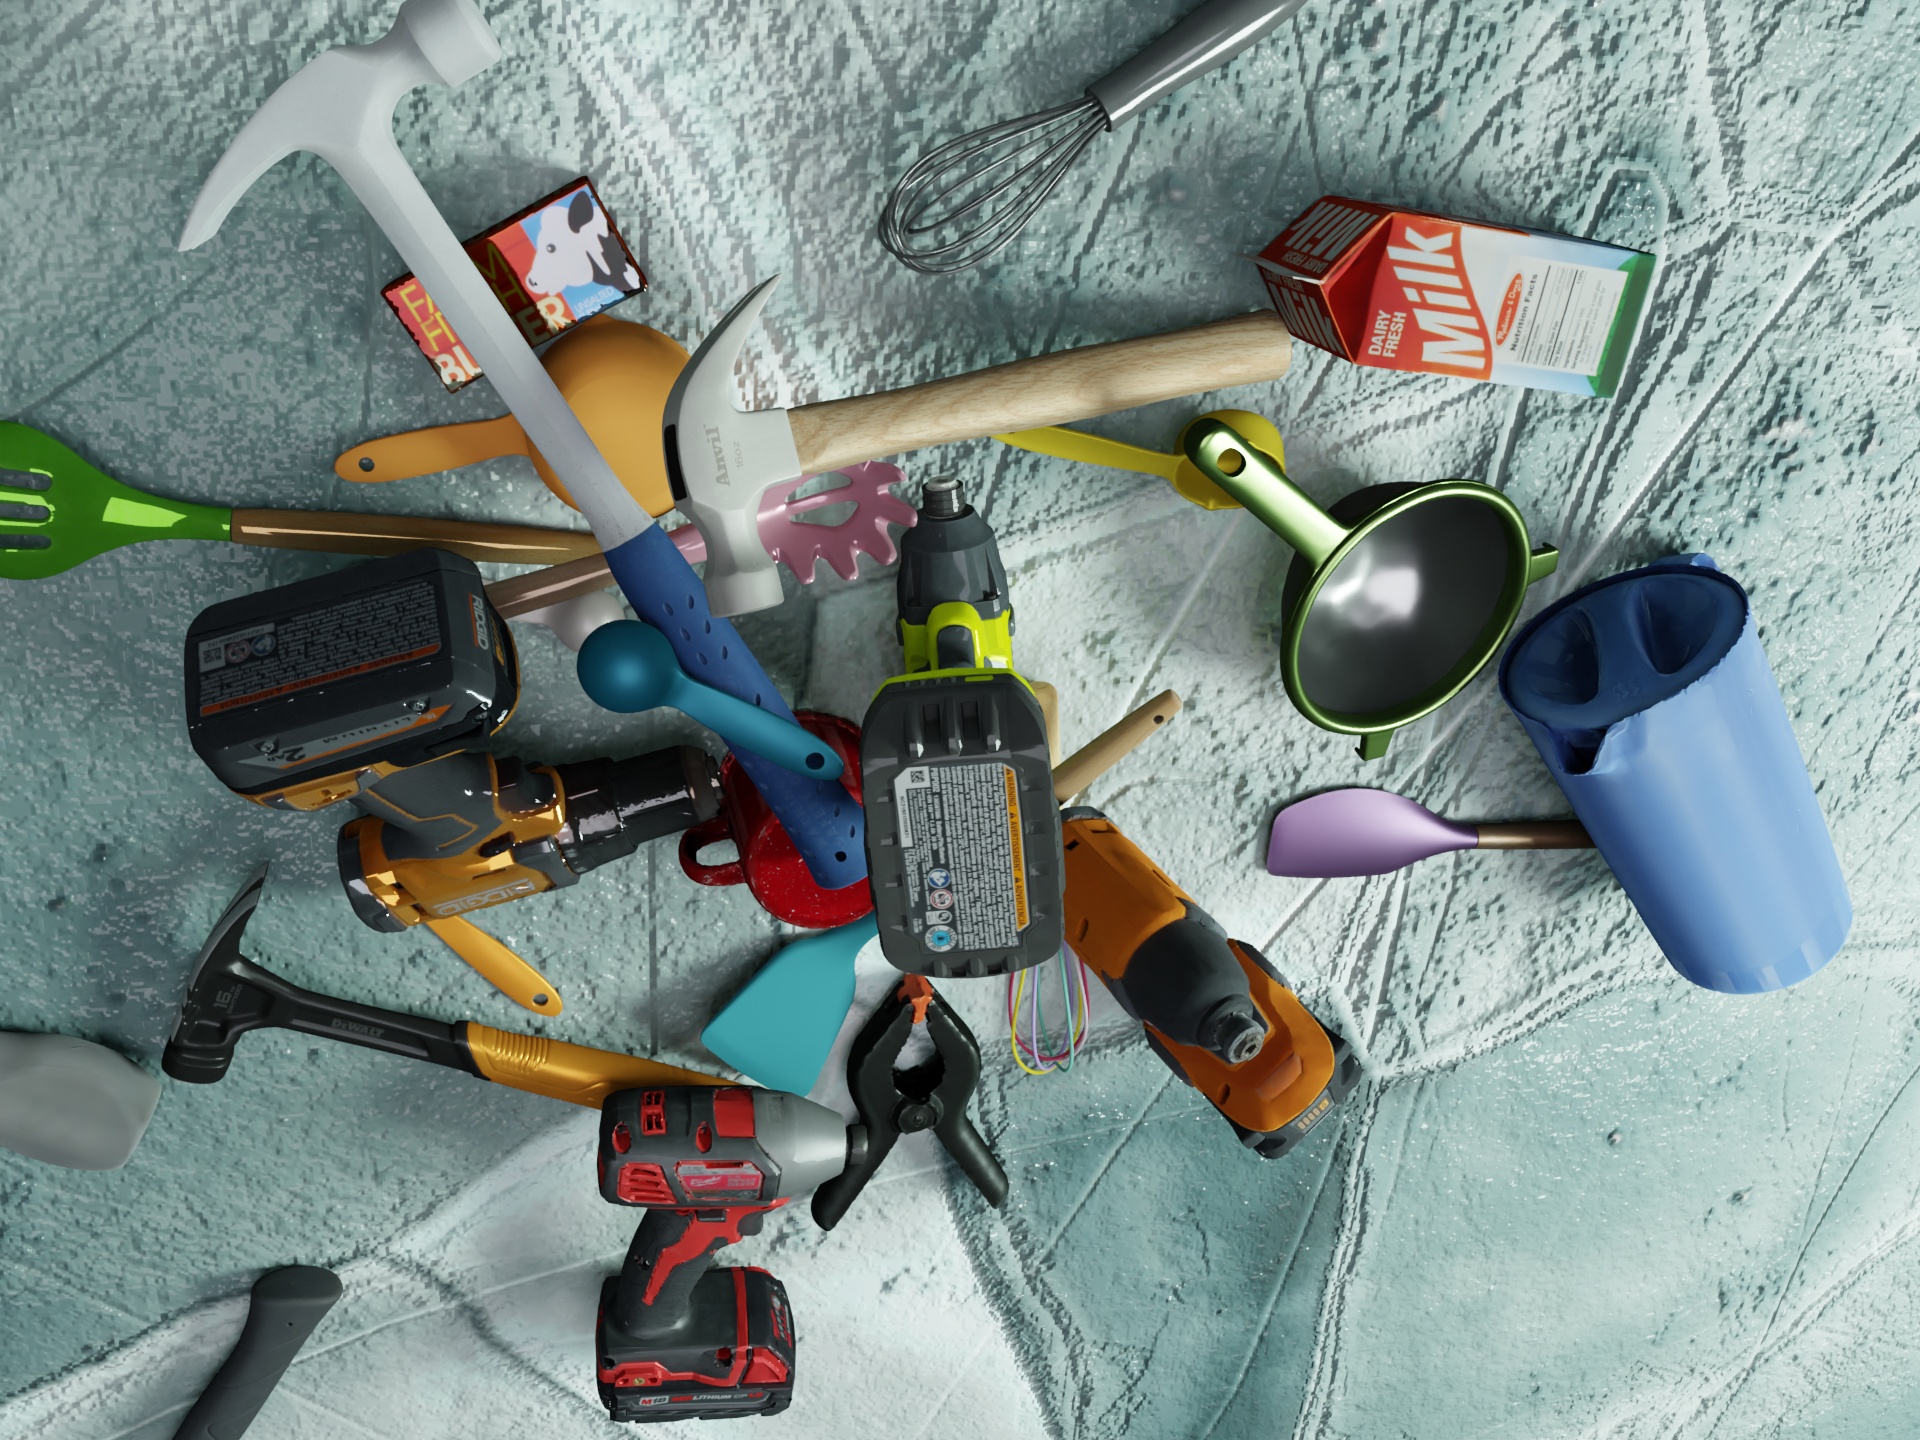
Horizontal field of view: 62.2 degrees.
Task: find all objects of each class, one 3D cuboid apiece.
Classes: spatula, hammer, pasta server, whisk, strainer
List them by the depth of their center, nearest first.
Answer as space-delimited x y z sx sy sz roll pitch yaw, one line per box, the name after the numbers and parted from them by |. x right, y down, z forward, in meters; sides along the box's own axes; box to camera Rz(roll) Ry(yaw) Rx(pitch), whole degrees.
-0.153 -0.085 0.677 0.144 0.035 0.405 -30 114 4 | hammer
-0.176 -0.061 0.715 0.316 0.040 0.060 -17 115 -6 | pasta server
0.021 -0.148 0.717 0.331 0.031 0.130 -18 100 -30 | hammer
0.066 -0.278 0.725 0.239 0.055 0.055 -34 118 -2 | whisk
0.184 -0.091 0.810 0.256 0.069 0.151 30 106 -38 | strainer
-0.234 0.176 0.852 0.336 0.034 0.127 21 115 -24 | hammer
-0.004 0.089 0.857 0.317 0.044 0.082 -39 123 16 | spatula
0.046 0.096 0.892 0.047 0.051 0.244 -6 112 -6 | whisk
-0.472 0.476 0.929 0.149 0.036 0.409 29 103 -26 | hammer
0.335 0.068 0.970 0.315 0.018 0.059 1 113 -14 | spatula

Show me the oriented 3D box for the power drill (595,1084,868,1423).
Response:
-0.134 0.293 0.890 0.143 0.079 0.219 3 123 -14 | power drill

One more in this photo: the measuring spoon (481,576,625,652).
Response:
-0.223 -0.055 0.763 0.124 0.018 0.034 12 110 -19 | measuring spoon

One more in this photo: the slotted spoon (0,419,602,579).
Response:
-0.302 -0.089 0.722 0.313 0.031 0.070 3 109 -18 | slotted spoon

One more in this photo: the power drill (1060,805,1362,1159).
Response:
0.131 0.151 0.845 0.084 0.164 0.226 -44 135 0 | power drill

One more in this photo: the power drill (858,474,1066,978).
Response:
-0.001 -0.002 0.730 0.080 0.223 0.171 -5 117 1 | power drill

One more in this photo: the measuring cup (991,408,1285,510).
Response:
0.087 -0.143 0.801 0.156 0.029 0.062 11 154 -5 | measuring cup

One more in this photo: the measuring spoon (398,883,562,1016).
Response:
-0.254 0.123 0.839 0.021 0.011 0.116 -40 118 5 | measuring spoon

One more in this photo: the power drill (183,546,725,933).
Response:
-0.214 0.017 0.716 0.185 0.084 0.226 -15 152 -3 | power drill

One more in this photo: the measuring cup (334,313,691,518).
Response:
-0.195 -0.125 0.718 0.173 0.052 0.095 -13 117 -11 | measuring cup

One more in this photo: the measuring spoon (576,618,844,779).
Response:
-0.105 -0.001 0.688 0.128 0.021 0.042 27 106 -19 | measuring spoon
